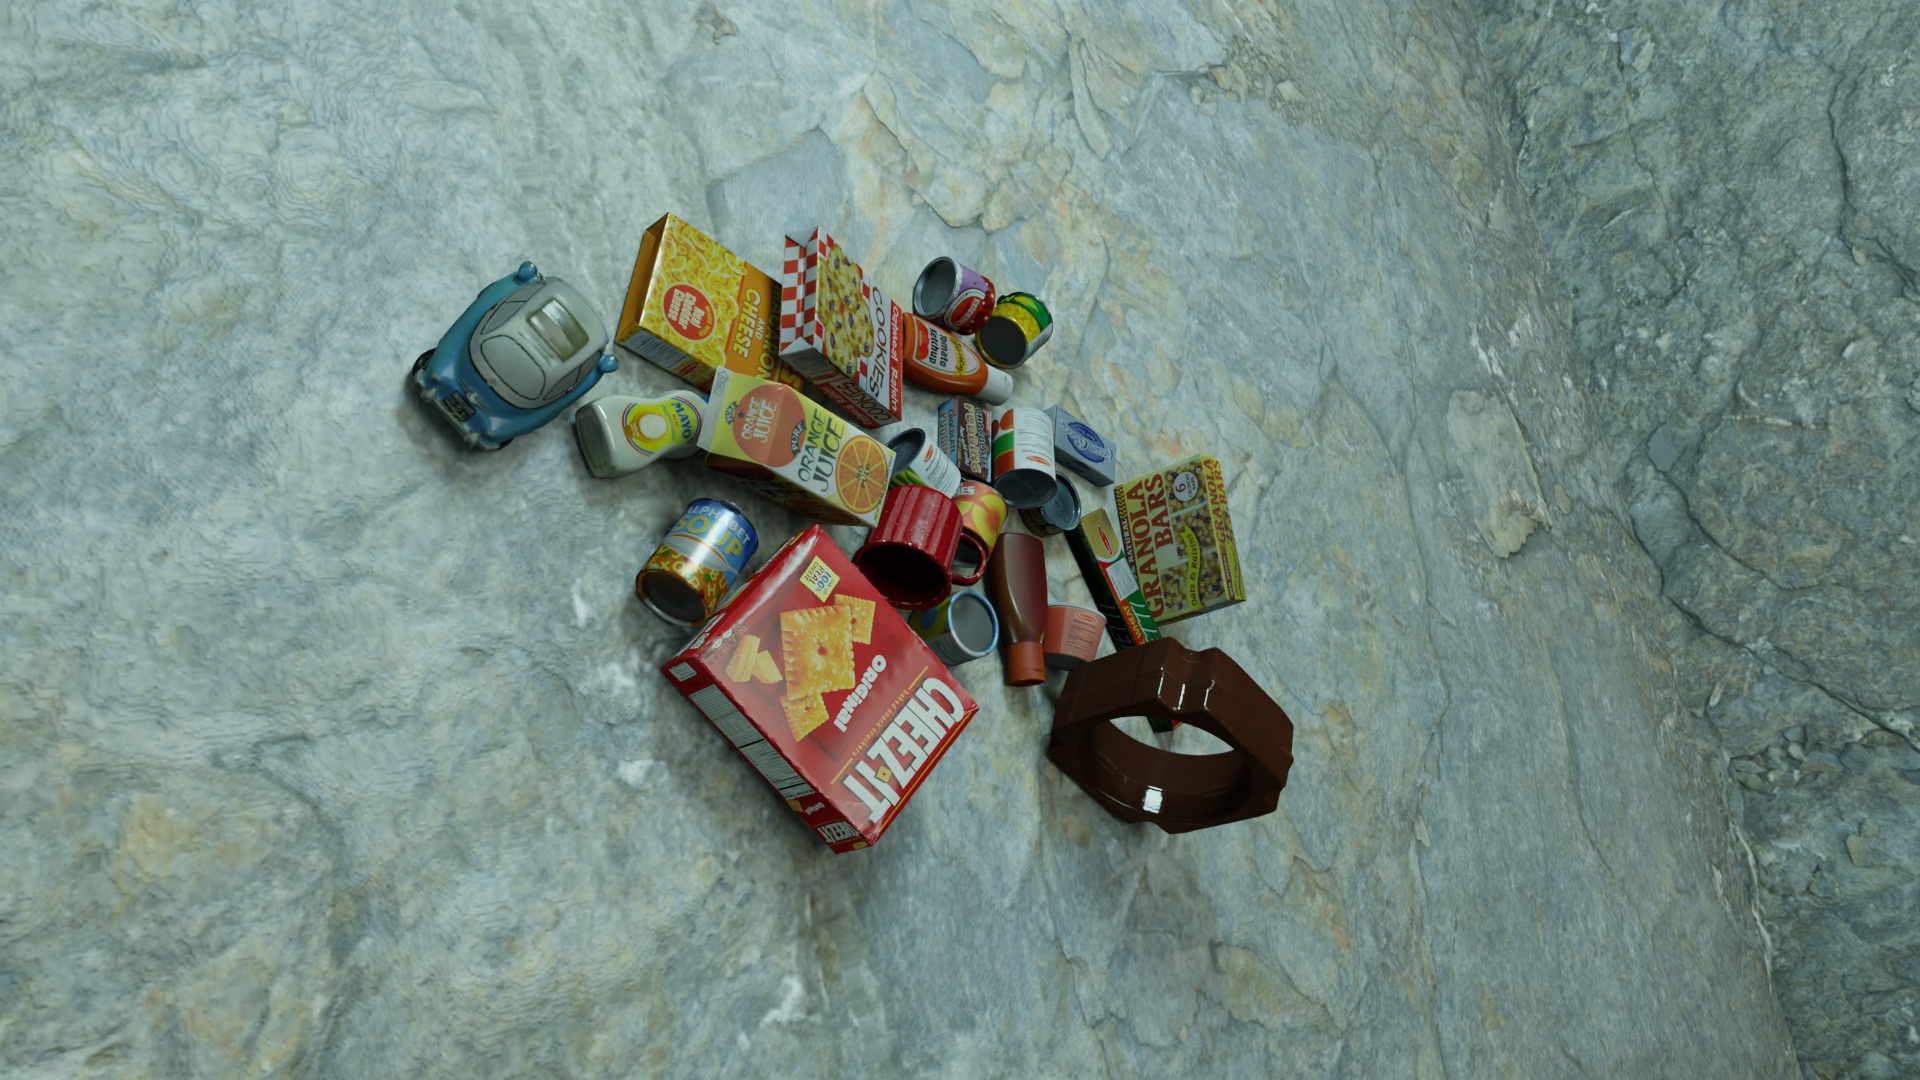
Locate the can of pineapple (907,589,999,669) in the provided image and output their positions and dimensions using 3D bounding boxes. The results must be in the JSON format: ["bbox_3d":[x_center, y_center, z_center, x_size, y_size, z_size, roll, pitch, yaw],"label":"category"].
[{"bbox_3d":[-0.006,0.082,1.292,0.071,0.057,0.071,21,59,-39],"label":"can of pineapple"}]

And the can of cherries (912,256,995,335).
[{"bbox_3d":[-0.005,-0.248,1.426,0.058,0.071,0.072,21,60,-40],"label":"can of cherries"}]

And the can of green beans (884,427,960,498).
[{"bbox_3d":[-0.042,-0.063,1.307,0.057,0.071,0.071,47,45,-30],"label":"can of green beans"}]

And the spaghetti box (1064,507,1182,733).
[{"bbox_3d":[0.184,0.088,1.506,0.050,0.028,0.250,-27,93,-48],"label":"spaghetti box"}]

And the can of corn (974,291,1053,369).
[{"bbox_3d":[0.055,-0.225,1.481,0.071,0.071,0.058,56,43,-13],"label":"can of corn"}]

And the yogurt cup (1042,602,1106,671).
[{"bbox_3d":[0.110,0.099,1.401,0.072,0.072,0.054,29,63,-35],"label":"yogurt cup"}]

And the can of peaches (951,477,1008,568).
[{"bbox_3d":[0.005,-0.017,1.339,0.071,0.071,0.058,43,48,-25],"label":"can of peaches"}]

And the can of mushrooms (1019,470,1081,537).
[{"bbox_3d":[0.093,-0.037,1.462,0.071,0.033,0.071,20,60,-40],"label":"can of mushrooms"}]

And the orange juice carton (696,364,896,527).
[{"bbox_3d":[-0.145,-0.076,1.168,0.192,0.073,0.072,30,68,-49],"label":"orange juice carton"}]

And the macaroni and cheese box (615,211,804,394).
[{"bbox_3d":[-0.208,-0.190,1.213,0.166,0.040,0.124,29,55,-35],"label":"macaroni and cheese box"}]

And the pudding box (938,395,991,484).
[{"bbox_3d":[0.005,-0.098,1.400,0.049,0.030,0.084,23,58,-39],"label":"pudding box"}]

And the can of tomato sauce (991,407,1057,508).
[{"bbox_3d":[0.063,-0.084,1.420,0.071,0.071,0.083,30,44,-35],"label":"can of tomato sauce"}]

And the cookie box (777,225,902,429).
[{"bbox_3d":[-0.107,-0.192,1.276,0.167,0.040,0.123,37,48,-59],"label":"cookie box"}]

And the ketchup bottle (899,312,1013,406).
[{"bbox_3d":[-0.011,-0.177,1.408,0.149,0.043,0.065,20,59,-40],"label":"ketchup bottle"}]

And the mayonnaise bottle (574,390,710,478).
[{"bbox_3d":[-0.241,-0.094,1.138,0.149,0.041,0.064,-19,92,-48],"label":"mayonnaise bottle"}]

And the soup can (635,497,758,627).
[{"bbox_3d":[-0.208,0.016,1.103,0.071,0.071,0.084,48,46,-21],"label":"soup can"}]

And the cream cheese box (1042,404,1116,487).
[{"bbox_3d":[0.131,-0.104,1.537,0.104,0.024,0.053,28,56,-35],"label":"cream cheese box"}]

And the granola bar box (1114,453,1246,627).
[{"bbox_3d":[0.240,0.002,1.529,0.039,0.124,0.166,8,68,-44],"label":"granola bar box"}]

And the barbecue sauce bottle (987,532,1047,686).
[{"bbox_3d":[0.059,0.069,1.376,0.065,0.043,0.149,13,65,-42],"label":"barbecue sauce bottle"}]
